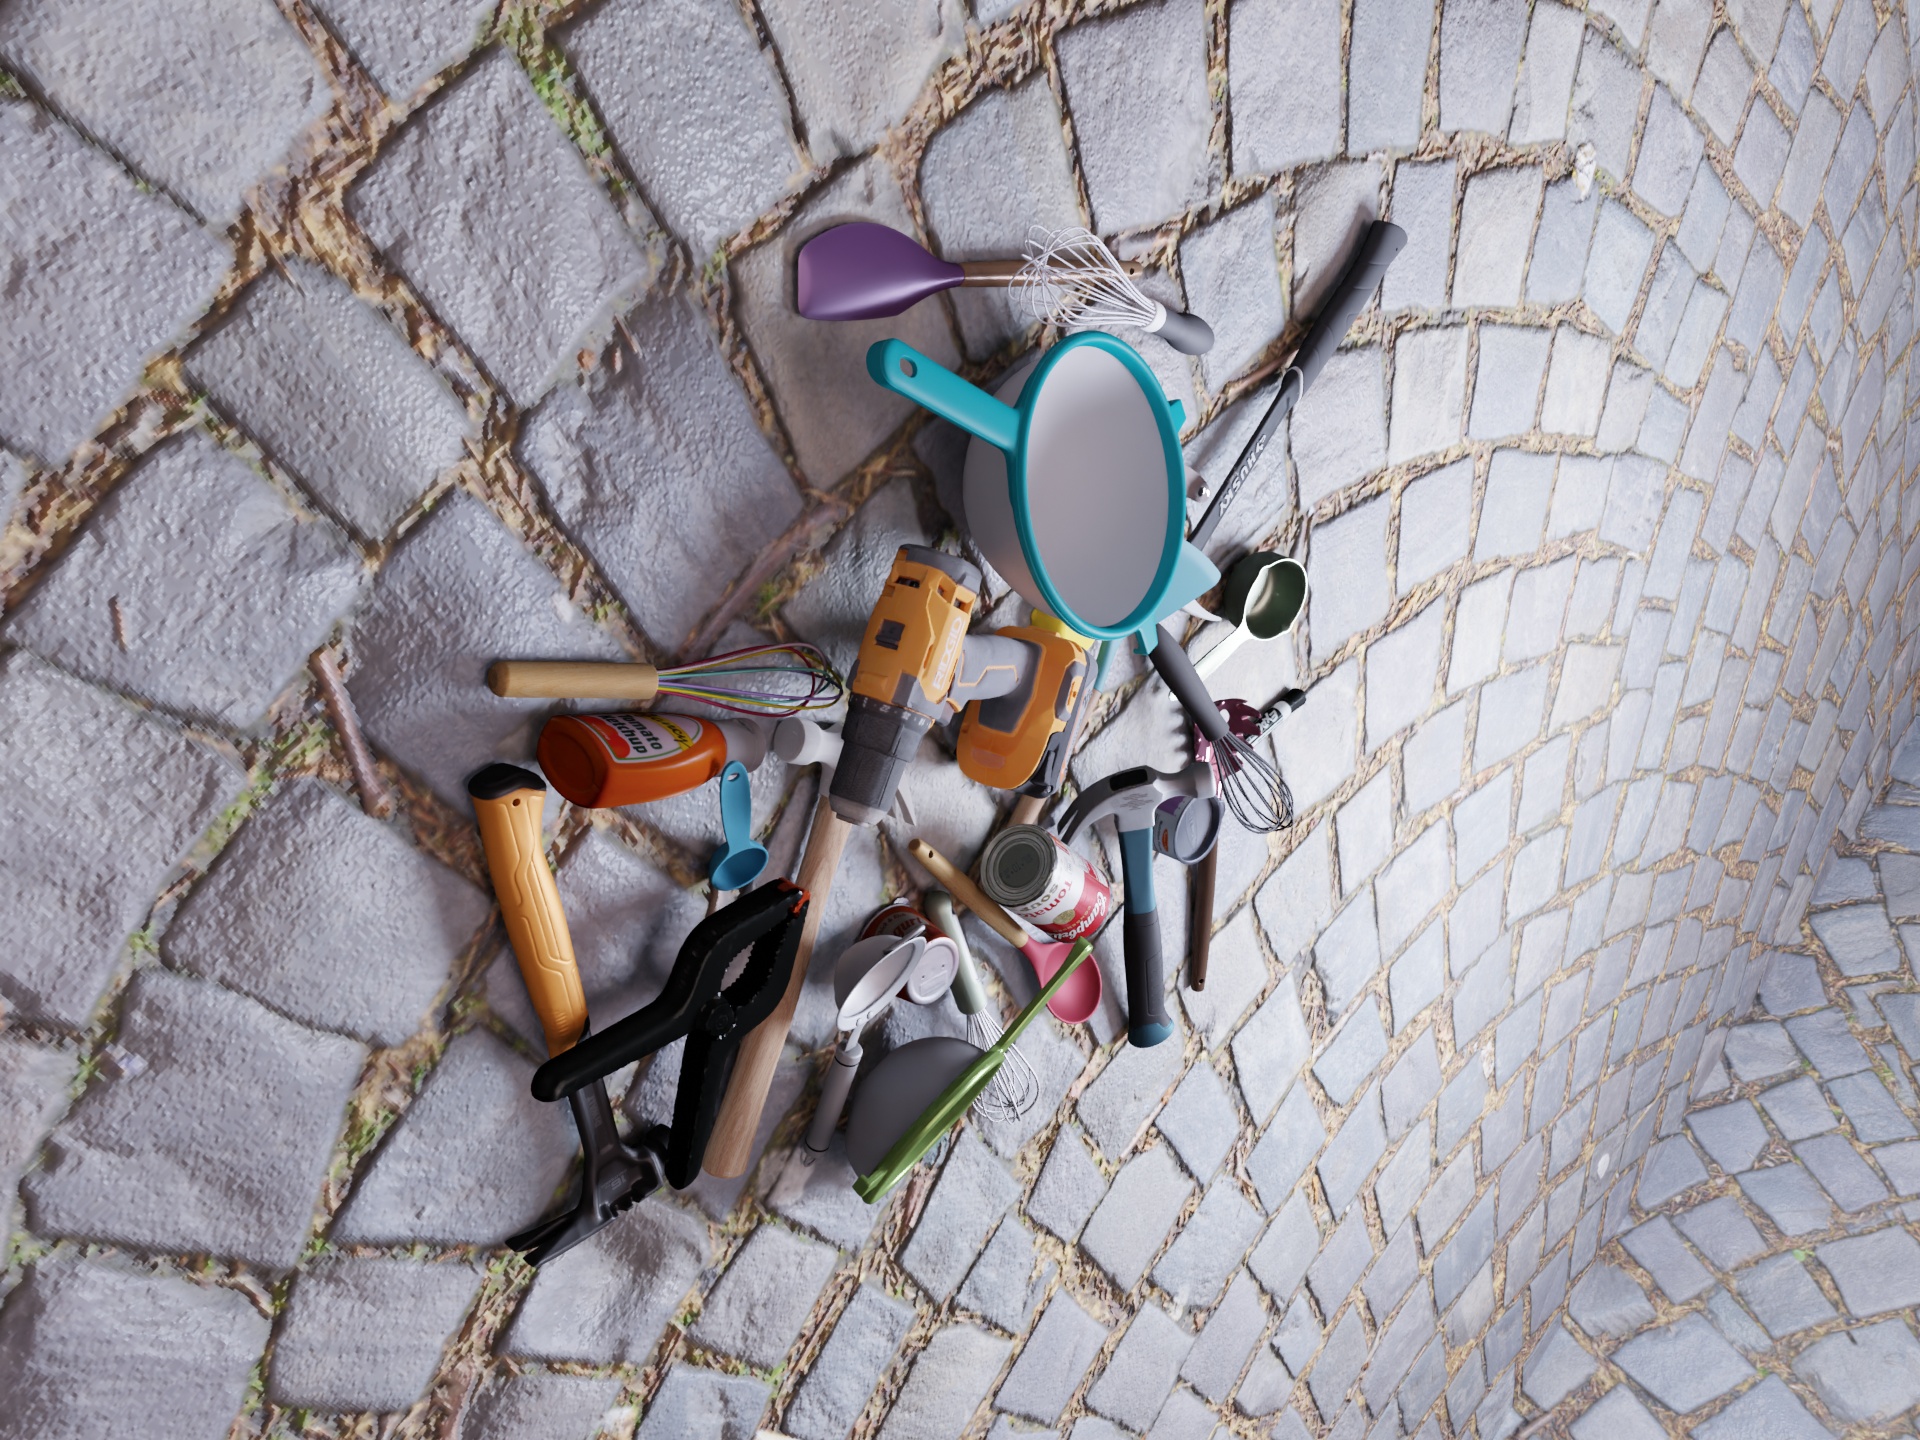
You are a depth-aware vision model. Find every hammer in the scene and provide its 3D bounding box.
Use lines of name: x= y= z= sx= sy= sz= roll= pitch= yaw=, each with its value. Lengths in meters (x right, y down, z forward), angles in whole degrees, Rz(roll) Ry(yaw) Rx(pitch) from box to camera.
hammer: x=0.156 y=0.169 z=1.366 sx=0.128 sy=0.033 sz=0.330 roll=-8 pitch=130 yaw=1
hammer: x=-0.117 y=0.162 z=1.114 sx=0.130 sy=0.031 sz=0.331 roll=12 pitch=98 yaw=-48
hammer: x=-0.252 y=0.180 z=0.976 sx=0.127 sy=0.034 sz=0.336 roll=-30 pitch=126 yaw=-37
hammer: x=0.273 y=-0.263 z=1.337 sx=0.409 sy=0.036 sz=0.149 roll=-57 pitch=146 yaw=-15

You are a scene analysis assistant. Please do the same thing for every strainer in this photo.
strainer: x=-0.005 y=0.249 z=1.209 sx=0.256 sy=0.069 sz=0.151 roll=-48 pitch=167 yaw=-8
strainer: x=-0.081 y=0.232 z=1.143 sx=0.087 sy=0.050 sz=0.258 roll=-23 pitch=140 yaw=-49
strainer: x=0.028 y=-0.175 z=1.068 sx=0.340 sy=0.095 sz=0.211 roll=19 pitch=76 yaw=-49

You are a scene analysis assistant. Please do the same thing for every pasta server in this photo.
pasta server: x=0.230 y=0.118 z=1.457 sx=0.060 sy=0.040 sz=0.316 roll=-6 pitch=116 yaw=-14

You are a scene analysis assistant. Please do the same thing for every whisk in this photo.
whisk: x=-0.173 y=-0.026 z=0.974 sx=0.244 sy=0.051 sz=0.047 roll=0 pitch=77 yaw=-42
whisk: x=0.013 y=0.232 z=1.270 sx=0.059 sy=0.058 sz=0.246 roll=-18 pitch=121 yaw=-1
whisk: x=0.217 y=0.008 z=1.355 sx=0.055 sy=0.055 sz=0.238 roll=-46 pitch=115 yaw=-23
whisk: x=0.121 y=-0.296 z=1.134 sx=0.284 sy=0.070 sz=0.070 roll=-2 pitch=108 yaw=-58

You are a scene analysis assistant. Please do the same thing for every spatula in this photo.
spatula: x=0.099 y=0.001 z=1.253 sx=0.082 sy=0.044 sz=0.317 roll=30 pitch=88 yaw=-51
spatula: x=0.016 y=-0.302 z=1.068 sx=0.316 sy=0.018 sz=0.059 roll=-15 pitch=116 yaw=-41

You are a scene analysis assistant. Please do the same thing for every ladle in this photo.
ladle: x=0.037 y=0.166 z=1.266 sx=0.315 sy=0.031 sz=0.069 roll=47 pitch=53 yaw=-49

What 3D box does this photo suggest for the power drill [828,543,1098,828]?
power drill: x=-0.002 y=-0.004 z=1.099 sx=0.226 sy=0.084 sz=0.185 roll=24 pitch=83 yaw=-58

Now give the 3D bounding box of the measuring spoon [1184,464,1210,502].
measuring spoon: x=0.169 y=-0.200 z=1.280 sx=0.124 sy=0.018 sz=0.034 roll=20 pitch=93 yaw=-55

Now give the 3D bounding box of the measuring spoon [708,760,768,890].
measuring spoon: x=-0.147 y=0.063 z=1.021 sx=0.042 sy=0.021 sz=0.128 roll=-23 pitch=144 yaw=-24

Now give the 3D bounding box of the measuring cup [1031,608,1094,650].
measuring cup: x=0.073 y=-0.028 z=1.233 sx=0.062 sy=0.029 sz=0.156 roll=5 pitch=101 yaw=-47

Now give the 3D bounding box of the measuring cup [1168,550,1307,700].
measuring cup: x=0.230 y=-0.081 z=1.381 sx=0.167 sy=0.038 sz=0.083 roll=-43 pitch=133 yaw=-9
